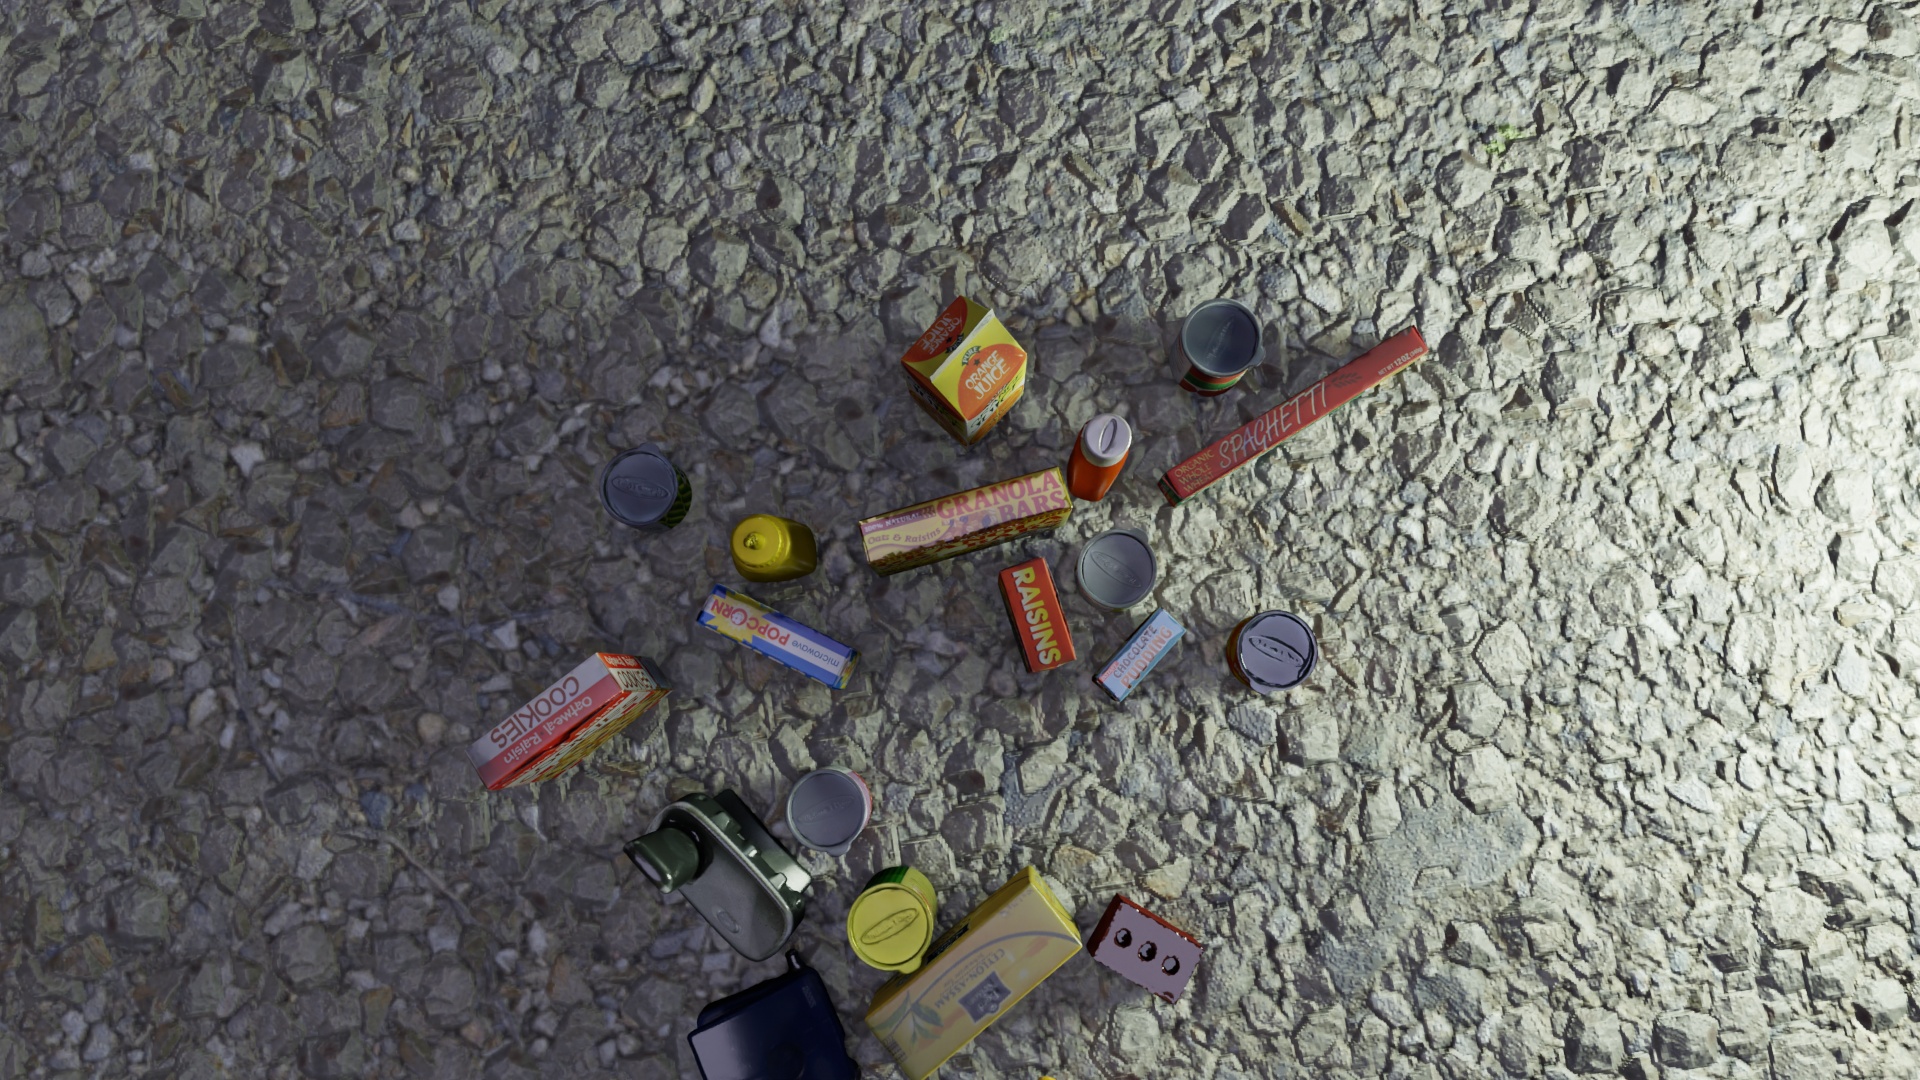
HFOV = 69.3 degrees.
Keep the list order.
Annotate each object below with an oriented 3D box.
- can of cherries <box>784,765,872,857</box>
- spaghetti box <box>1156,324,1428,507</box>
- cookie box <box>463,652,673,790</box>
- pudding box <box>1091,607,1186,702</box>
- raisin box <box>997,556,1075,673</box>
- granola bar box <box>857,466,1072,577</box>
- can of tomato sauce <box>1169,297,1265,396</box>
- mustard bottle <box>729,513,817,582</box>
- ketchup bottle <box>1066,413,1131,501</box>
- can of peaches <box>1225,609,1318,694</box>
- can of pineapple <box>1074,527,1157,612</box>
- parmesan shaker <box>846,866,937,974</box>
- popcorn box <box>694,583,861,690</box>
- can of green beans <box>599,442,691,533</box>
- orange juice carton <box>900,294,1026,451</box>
[{"bbox_3d":[-0.108,0.223,1.146,0.071,0.058,0.071,0,83,1],"label":"can of cherries"},{"bbox_3d":[0.280,-0.104,1.181,0.250,0.050,0.029,-31,84,-3],"label":"spaghetti box"},{"bbox_3d":[-0.305,0.142,1.104,0.123,0.167,0.040,-37,84,-3],"label":"cookie box"},{"bbox_3d":[0.148,0.095,1.160,0.030,0.049,0.084,43,86,5],"label":"pudding box"},{"bbox_3d":[0.061,0.063,1.129,0.040,0.123,0.086,-17,84,-1],"label":"raisin box"},{"bbox_3d":[0.004,-0.014,1.139,0.166,0.124,0.039,-16,84,-1],"label":"granola bar box"},{"bbox_3d":[0.216,-0.161,1.173,0.071,0.083,0.071,0,84,1],"label":"can of tomato sauce"},{"bbox_3d":[-0.155,0.005,1.121,0.065,0.160,0.049,-10,84,0],"label":"mustard bottle"},{"bbox_3d":[0.113,-0.072,1.131,0.043,0.148,0.065,17,84,3],"label":"ketchup bottle"},{"bbox_3d":[0.256,0.094,1.154,0.071,0.058,0.071,0,83,1],"label":"can of peaches"},{"bbox_3d":[0.131,0.025,1.165,0.071,0.058,0.071,0,83,1],"label":"can of pineapple"},{"bbox_3d":[-0.052,0.303,1.112,0.071,0.103,0.071,0,84,1],"label":"parmesan shaker"},{"bbox_3d":[-0.148,0.081,1.150,0.127,0.085,0.038,25,85,4],"label":"popcorn box"},{"bbox_3d":[-0.266,-0.042,1.181,0.071,0.058,0.071,0,83,1],"label":"can of green beans"},{"bbox_3d":[0.003,-0.135,1.119,0.073,0.192,0.072,43,86,5],"label":"orange juice carton"}]
